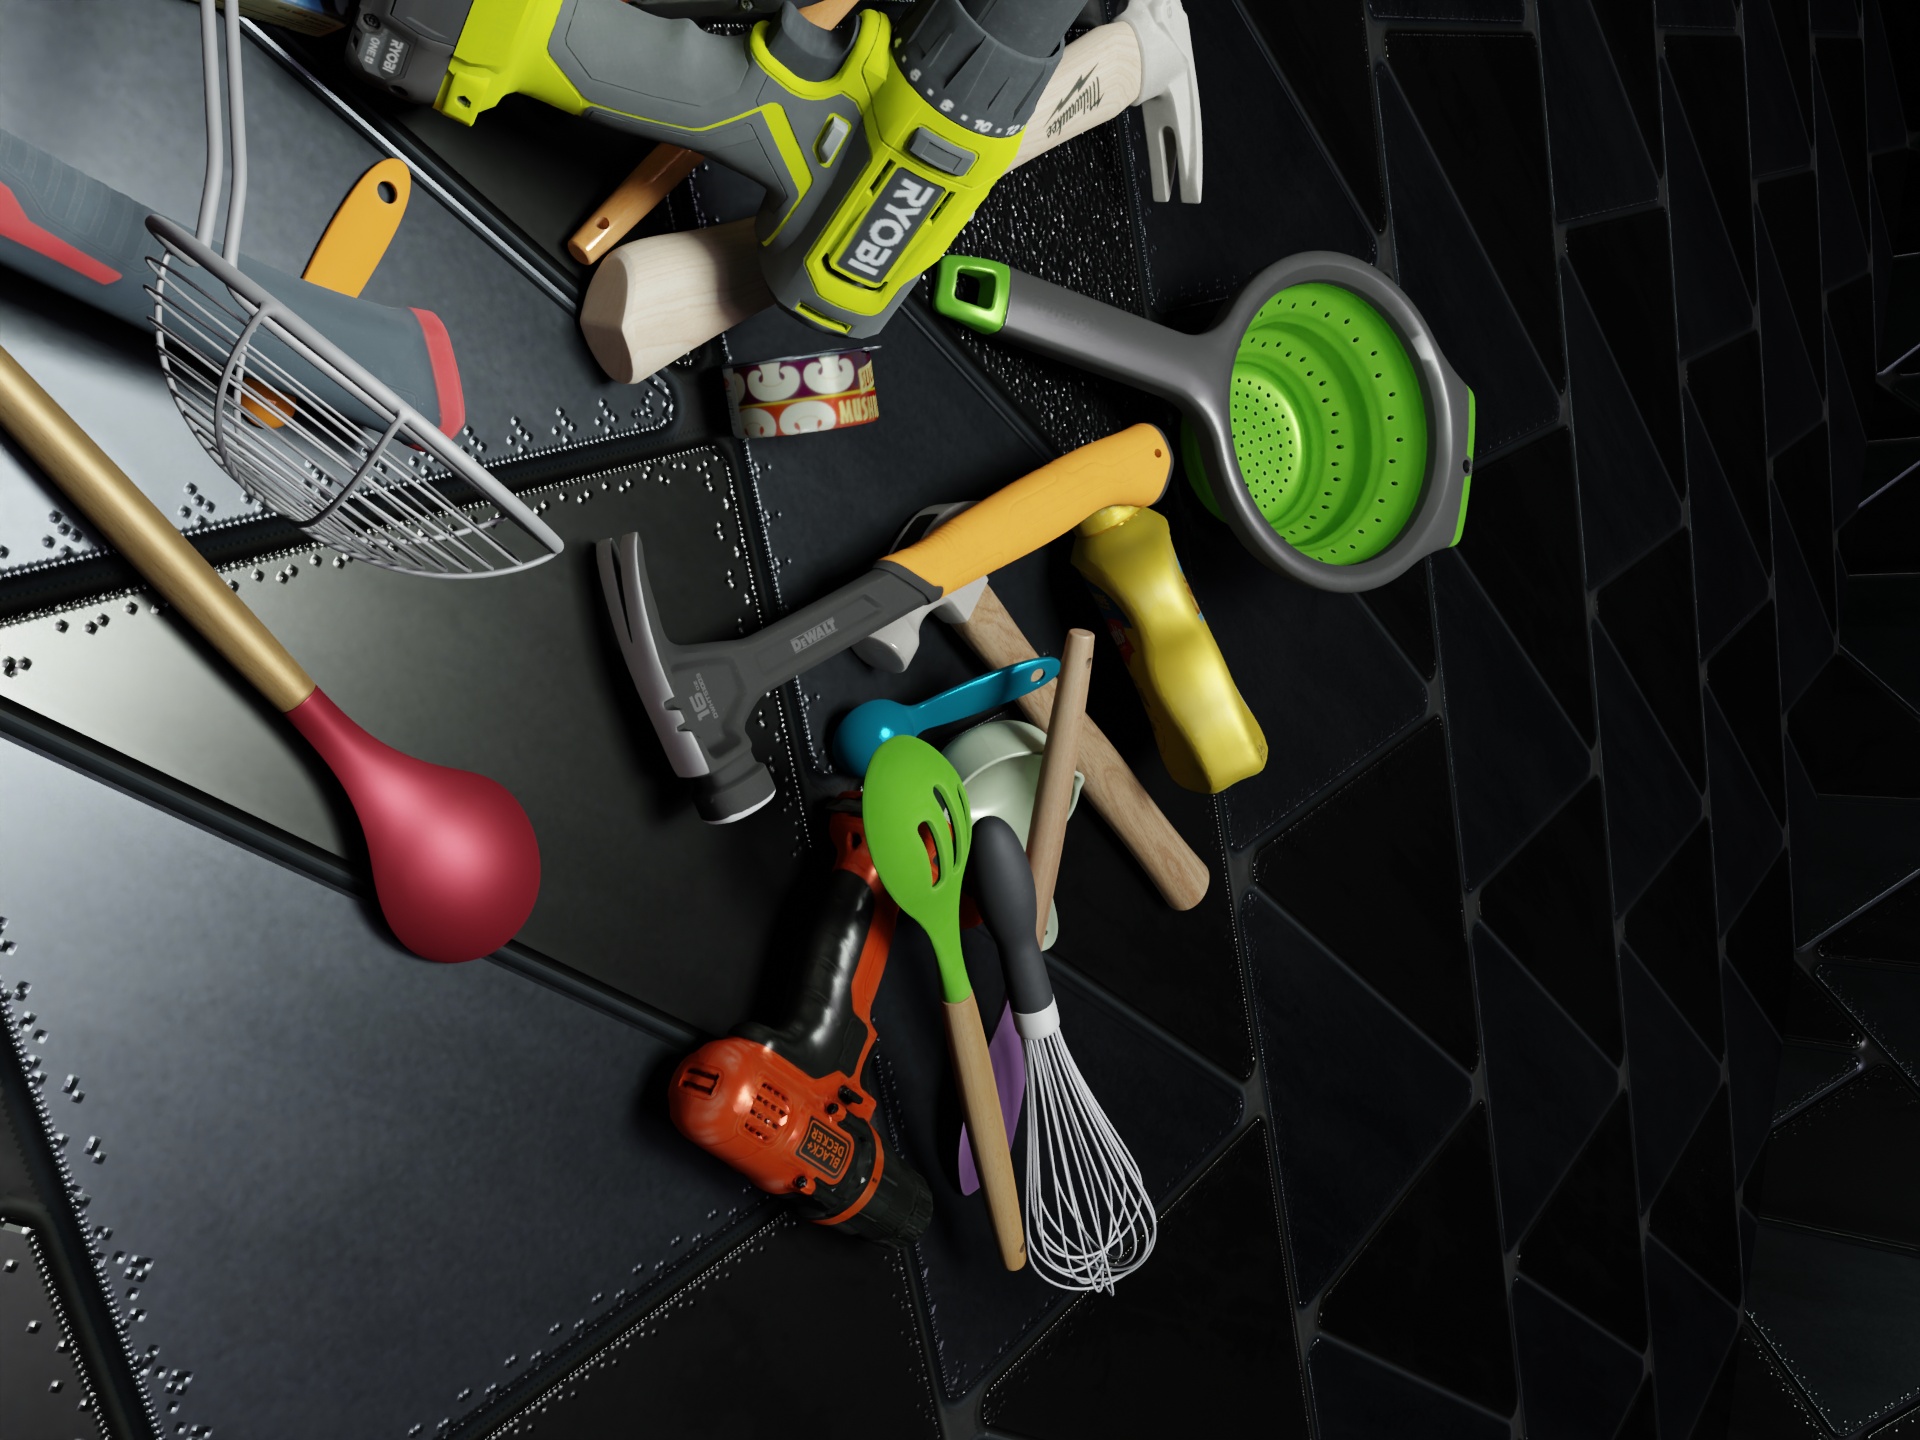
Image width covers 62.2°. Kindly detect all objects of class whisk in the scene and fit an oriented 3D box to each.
[{"bbox_3d":[0.043,0.173,0.791,0.070,0.070,0.284,-37,121,-43],"label":"whisk"}]

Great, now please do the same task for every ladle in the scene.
[{"bbox_3d":[-0.241,-0.027,0.536,0.069,0.031,0.315,-56,128,-32],"label":"ladle"}]

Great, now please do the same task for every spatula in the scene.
[{"bbox_3d":[0.034,0.105,0.804,0.059,0.018,0.315,-19,123,-53],"label":"spatula"},{"bbox_3d":[-0.061,-0.311,0.690,0.081,0.041,0.323,39,69,-6],"label":"spatula"}]

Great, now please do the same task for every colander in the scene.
[{"bbox_3d":[0.136,-0.191,0.943,0.396,0.094,0.204,11,83,-31],"label":"colander"}]

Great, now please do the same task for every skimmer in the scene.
[{"bbox_3d":[-0.186,-0.207,0.459,0.127,0.090,0.363,54,23,-72],"label":"skimmer"}]

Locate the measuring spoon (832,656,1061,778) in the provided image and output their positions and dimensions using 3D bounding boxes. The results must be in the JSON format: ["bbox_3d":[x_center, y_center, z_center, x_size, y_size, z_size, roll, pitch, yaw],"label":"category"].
[{"bbox_3d":[-0.001,-0.002,0.779,0.128,0.021,0.042,-22,130,-20],"label":"measuring spoon"}]

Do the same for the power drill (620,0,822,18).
[{"bbox_3d":[-0.119,-0.387,0.586,0.084,0.164,0.226,-48,138,-37],"label":"power drill"}]

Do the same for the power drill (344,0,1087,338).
[{"bbox_3d":[-0.079,-0.249,0.562,0.228,0.190,0.080,19,51,-25],"label":"power drill"}]

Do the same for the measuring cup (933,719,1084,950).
[{"bbox_3d":[0.027,0.064,0.845,0.083,0.038,0.167,-24,137,-7],"label":"measuring cup"}]

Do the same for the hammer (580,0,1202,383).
[{"bbox_3d":[-0.011,-0.253,0.763,0.411,0.038,0.146,-41,131,-34],"label":"hammer"}]

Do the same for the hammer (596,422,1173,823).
[{"bbox_3d":[-0.013,-0.082,0.752,0.337,0.034,0.127,-32,107,-37],"label":"hammer"}]

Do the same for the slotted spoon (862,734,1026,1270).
[{"bbox_3d":[0.003,0.147,0.747,0.070,0.031,0.313,-47,135,-46],"label":"slotted spoon"}]

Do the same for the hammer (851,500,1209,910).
[{"bbox_3d":[0.061,0.005,0.889,0.331,0.031,0.130,49,56,-39],"label":"hammer"}]

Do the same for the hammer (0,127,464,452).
[{"bbox_3d":[-0.300,-0.143,0.412,0.386,0.038,0.143,25,97,-52],"label":"hammer"}]

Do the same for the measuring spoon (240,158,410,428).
[{"bbox_3d":[-0.221,-0.154,0.563,0.021,0.011,0.117,40,62,-43],"label":"measuring spoon"}]
